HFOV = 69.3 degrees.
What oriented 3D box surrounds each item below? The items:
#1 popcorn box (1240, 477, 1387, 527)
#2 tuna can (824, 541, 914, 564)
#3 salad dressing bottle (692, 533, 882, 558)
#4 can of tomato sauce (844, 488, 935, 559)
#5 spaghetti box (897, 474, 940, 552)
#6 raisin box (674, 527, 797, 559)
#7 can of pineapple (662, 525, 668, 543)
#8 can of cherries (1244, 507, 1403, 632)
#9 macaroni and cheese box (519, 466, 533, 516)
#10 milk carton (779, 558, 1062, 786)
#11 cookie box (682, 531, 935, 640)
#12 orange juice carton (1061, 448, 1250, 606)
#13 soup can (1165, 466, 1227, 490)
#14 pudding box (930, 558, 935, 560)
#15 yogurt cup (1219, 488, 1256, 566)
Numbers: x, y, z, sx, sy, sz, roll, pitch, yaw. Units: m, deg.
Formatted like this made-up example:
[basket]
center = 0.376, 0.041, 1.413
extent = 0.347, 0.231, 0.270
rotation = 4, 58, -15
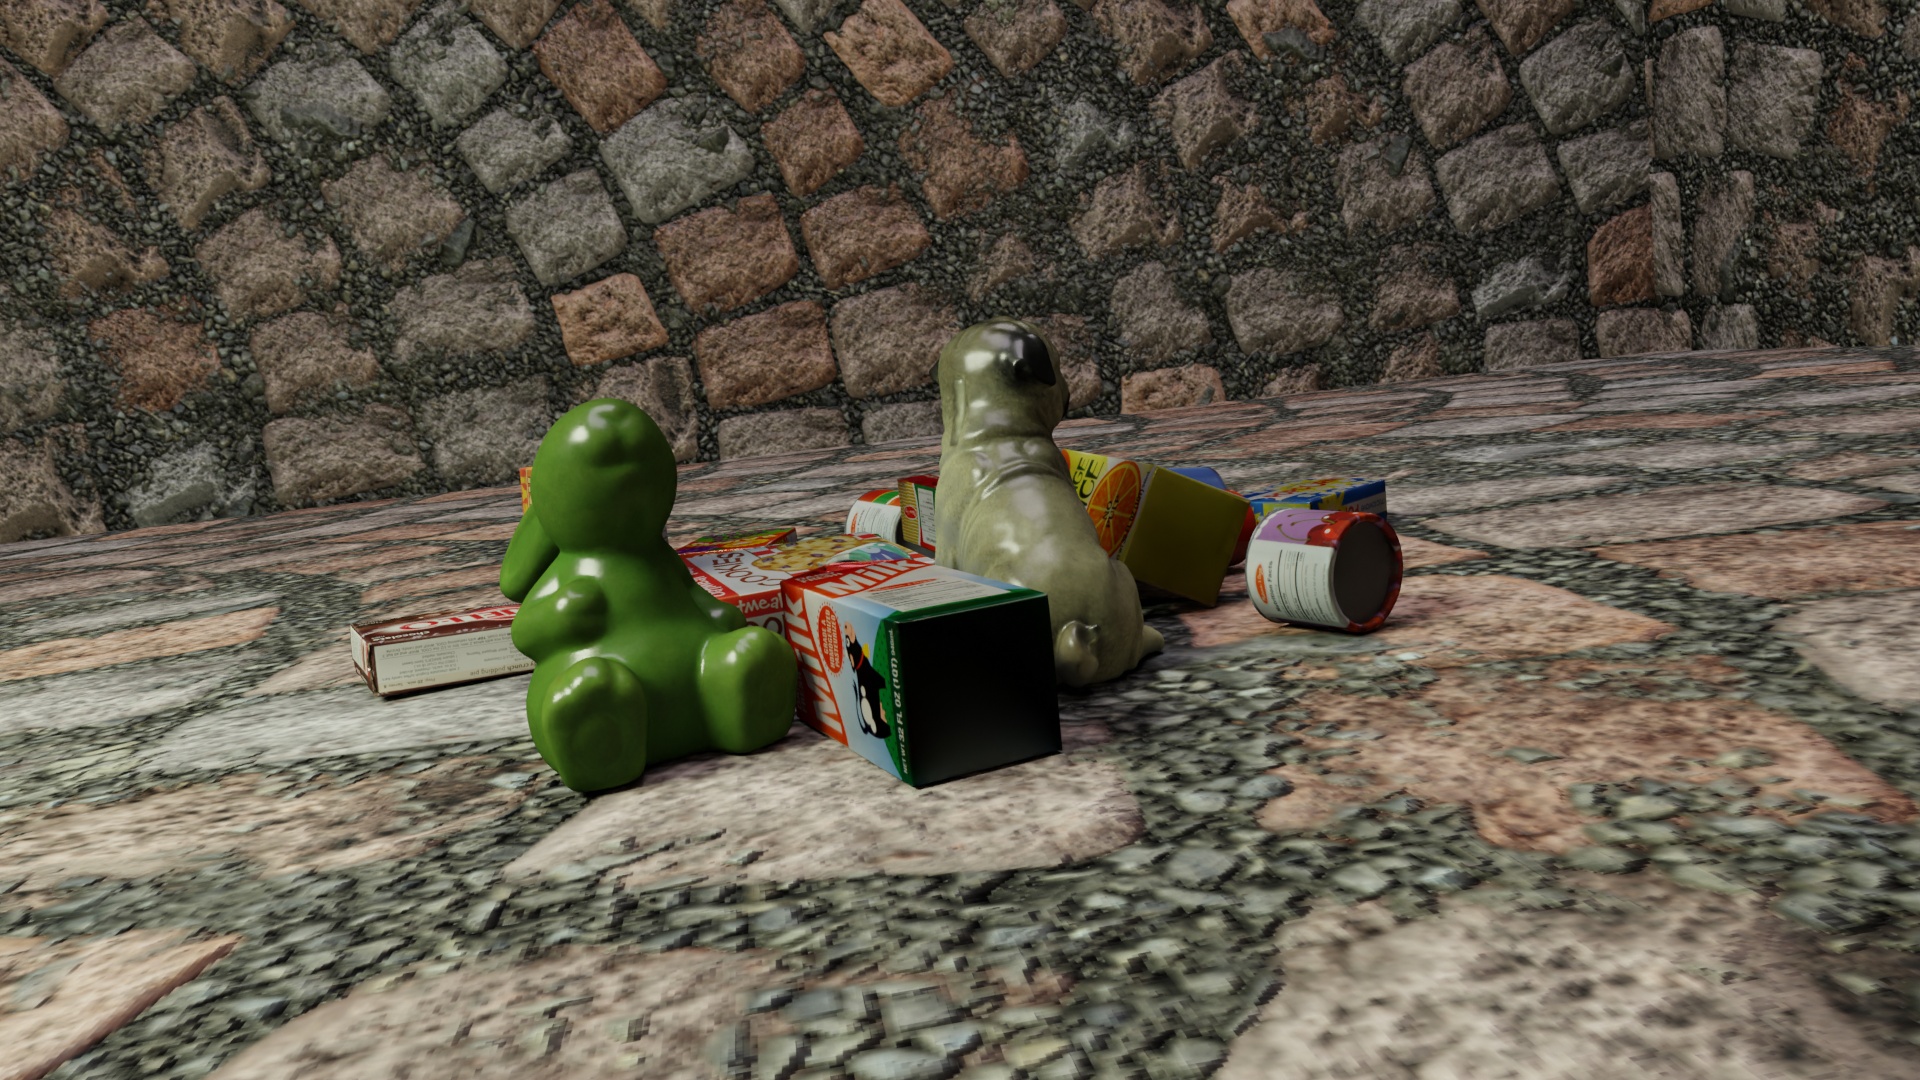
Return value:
[popcorn box]
center = 0.270, -0.023, 1.096
extent = 0.085, 0.038, 0.127
rotation = 2, 11, 42
[tuna can]
center = -0.052, 0.038, 0.819
extent = 0.071, 0.071, 0.033
rotation = -2, 10, 31
[salad dressing bottle]
center = -0.128, 0.023, 1.049
extent = 0.148, 0.044, 0.064
rotation = -9, 16, -24
[can of tomato sauce]
center = -0.044, -0.007, 1.125
extent = 0.071, 0.071, 0.083
rotation = -10, 9, -30
[spaghetti box]
center = 0.003, -0.012, 0.951
extent = 0.029, 0.050, 0.250
rotation = -9, 9, -17
[raisin box]
center = -0.187, 0.018, 1.153
extent = 0.086, 0.040, 0.123
rotation = -5, 7, 5
[can of pineapple]
center = -0.275, 0.018, 1.153
extent = 0.071, 0.057, 0.071
rotation = -6, 8, 1
[can of cherries]
center = 0.203, 0.015, 0.767
extent = 0.072, 0.071, 0.058
rotation = -12, 9, -36
[macaroni and cheese box]
center = -0.264, 0.011, 0.953
extent = 0.040, 0.123, 0.166
rotation = -7, 7, -26
[milk carton]
center = -0.032, 0.053, 0.657
extent = 0.073, 0.072, 0.190
rotation = -10, 9, -25
[cookie box]
center = -0.117, 0.034, 0.949
extent = 0.168, 0.040, 0.123
rotation = -10, 14, -26
[orange juice carton]
center = 0.107, -0.015, 0.933
extent = 0.073, 0.072, 0.193
rotation = 19, 1, -20
[soup can]
center = 0.152, -0.020, 1.044
extent = 0.084, 0.071, 0.071
rotation = -3, 6, -24
[pudding box]
center = 0.014, 0.025, 0.977
extent = 0.084, 0.030, 0.049
rotation = -9, 7, -20
[yogurt cup]
center = 0.171, -0.008, 0.981
extent = 0.054, 0.072, 0.072
rotation = -1, 4, -33
